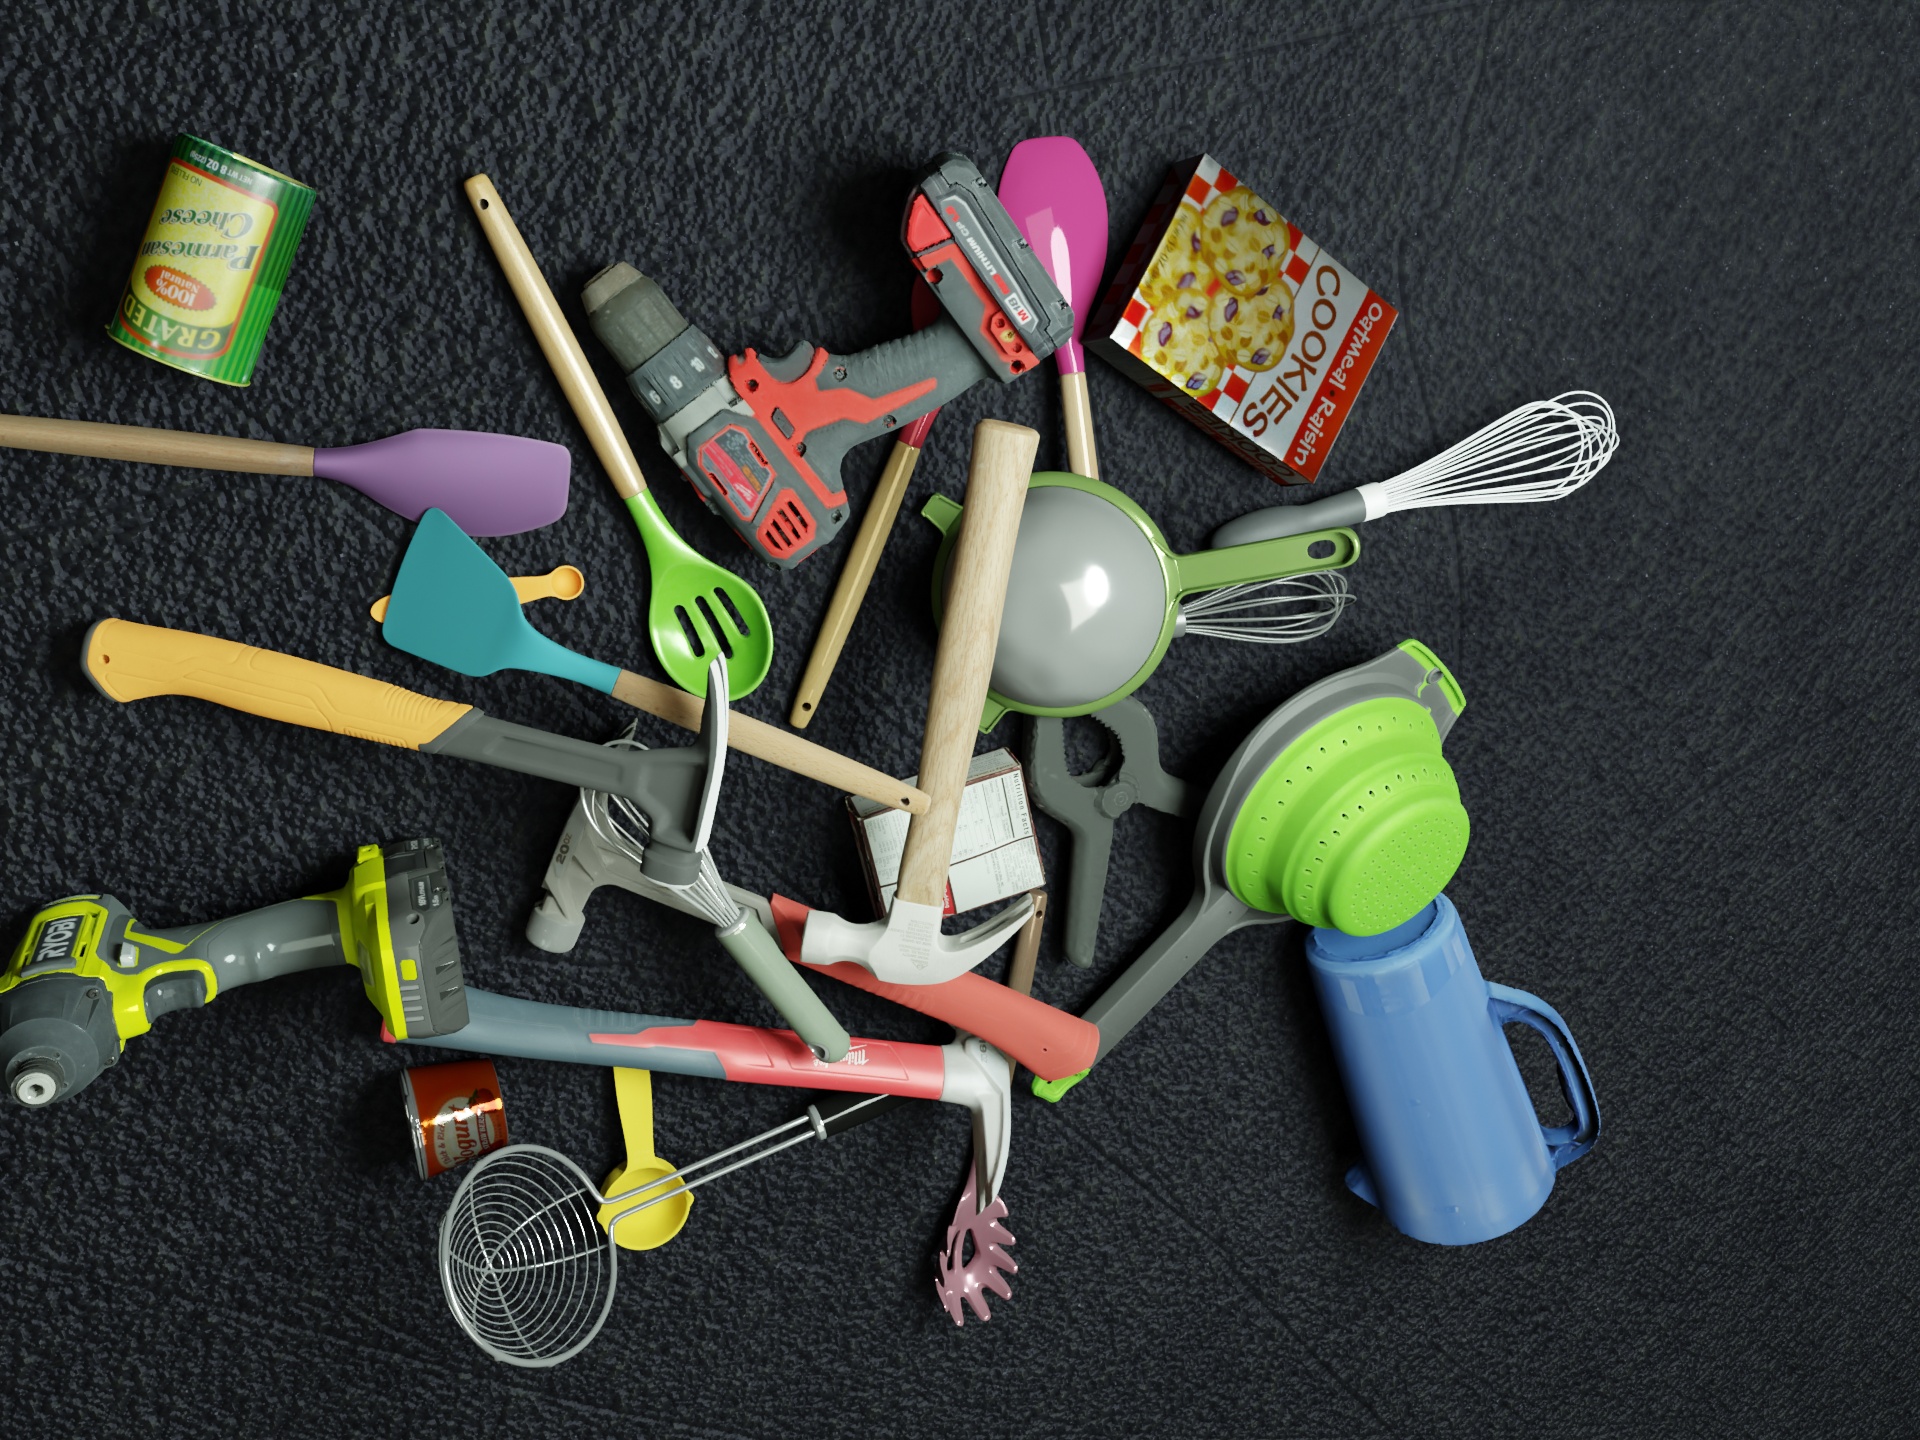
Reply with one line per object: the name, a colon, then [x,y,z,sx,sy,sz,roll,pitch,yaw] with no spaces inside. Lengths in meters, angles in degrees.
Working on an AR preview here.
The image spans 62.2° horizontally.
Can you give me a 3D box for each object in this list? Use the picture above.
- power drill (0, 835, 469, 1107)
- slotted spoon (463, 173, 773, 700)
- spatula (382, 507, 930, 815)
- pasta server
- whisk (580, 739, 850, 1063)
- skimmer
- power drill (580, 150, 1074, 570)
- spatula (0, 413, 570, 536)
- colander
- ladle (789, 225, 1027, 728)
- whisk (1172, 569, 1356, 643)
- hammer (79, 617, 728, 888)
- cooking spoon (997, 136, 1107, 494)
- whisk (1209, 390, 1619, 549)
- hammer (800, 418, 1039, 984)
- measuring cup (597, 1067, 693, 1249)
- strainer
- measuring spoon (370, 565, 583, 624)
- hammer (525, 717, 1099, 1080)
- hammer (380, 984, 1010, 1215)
power drill: [-0.382,0.134,0.840,0.223,0.171,0.080,-9,111,-19]
slotted spoon: [-0.191,-0.150,0.883,0.070,0.031,0.313,-23,112,6]
spatula: [-0.163,-0.016,0.876,0.317,0.044,0.082,23,104,-9]
pasta server: [0.028,0.267,1.091,0.060,0.040,0.316,2,107,-31]
whisk: [-0.137,0.111,0.923,0.246,0.058,0.059,55,50,-22]
skimmer: [-0.139,0.275,0.987,0.363,0.090,0.127,-19,82,-21]
power drill: [-0.073,-0.212,0.861,0.226,0.080,0.187,-35,107,9]
spatula: [-0.367,-0.136,0.834,0.315,0.018,0.059,4,113,-20]
colander: [0.205,0.131,1.044,0.397,0.095,0.204,-47,136,7]
ladle: [-0.039,-0.138,0.937,0.069,0.031,0.315,20,103,-14]
whisk: [0.139,-0.064,1.011,0.239,0.055,0.055,-9,111,-11]
hammer: [-0.290,-0.008,0.835,0.337,0.034,0.127,13,105,-1]
cooking spoon: [0.070,-0.181,0.946,0.068,0.017,0.318,-11,104,-14]
whisk: [0.294,-0.149,1.029,0.284,0.070,0.070,-17,113,-6]
hammer: [-0.001,-0.003,0.902,0.130,0.031,0.331,10,106,-4]
measuring cup: [-0.209,0.262,1.024,0.062,0.029,0.156,-7,98,-19]
strainer: [0.102,-0.075,0.921,0.256,0.069,0.151,-9,104,14]
measuring spoon: [-0.271,-0.071,0.895,0.117,0.011,0.021,-10,108,-11]
hammer: [-0.073,0.132,0.977,0.359,0.037,0.149,24,104,-13]
hammer: [-0.155,0.217,0.977,0.386,0.143,0.038,9,145,-16]
